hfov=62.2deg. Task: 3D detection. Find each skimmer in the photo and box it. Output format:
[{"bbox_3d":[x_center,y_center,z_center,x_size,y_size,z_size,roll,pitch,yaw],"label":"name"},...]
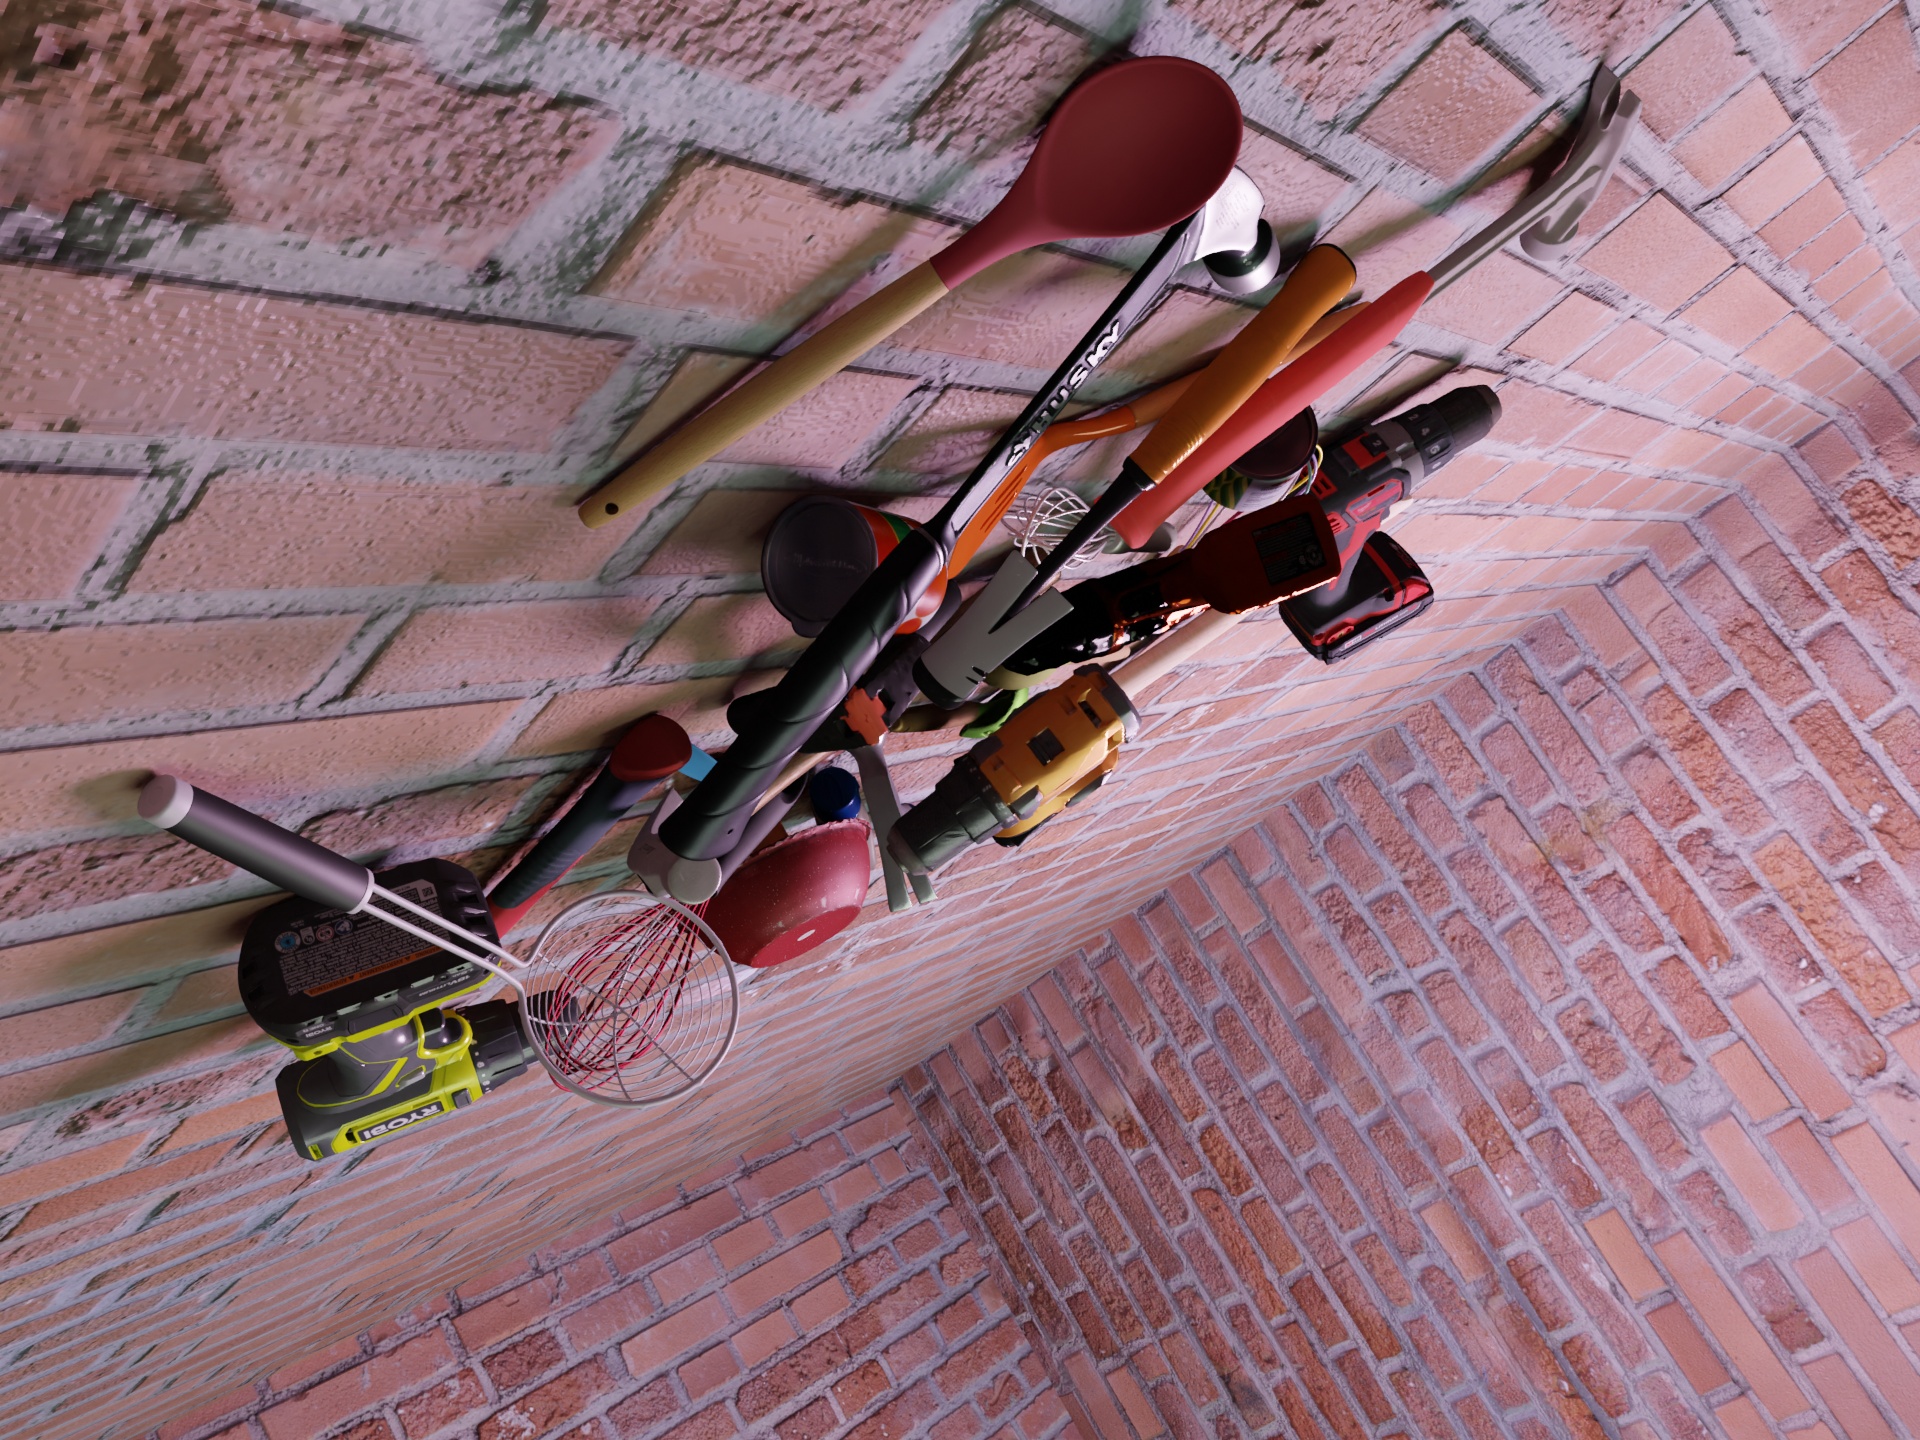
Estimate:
[{"bbox_3d":[-0.245,0.105,0.817,0.090,0.127,0.362,-7,152,24],"label":"skimmer"}]

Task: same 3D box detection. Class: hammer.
[{"bbox_3d":[0.228,-0.221,0.906,0.359,0.037,0.149,-37,164,-5],"label":"hammer"},{"bbox_3d":[-0.066,-0.005,0.976,0.331,0.031,0.130,-39,-161,-21],"label":"hammer"},{"bbox_3d":[-0.284,0.116,1.042,0.386,0.038,0.143,-41,164,31],"label":"hammer"},{"bbox_3d":[-0.044,0.085,1.294,0.035,0.144,0.405,-17,172,1],"label":"hammer"},{"bbox_3d":[0.104,-0.139,0.776,0.337,0.034,0.127,-48,-177,-28],"label":"hammer"},{"bbox_3d":[-0.004,-0.094,0.737,0.409,0.036,0.149,-50,159,7],"label":"hammer"},{"bbox_3d":[0.219,-0.082,1.412,0.410,0.038,0.146,-35,166,12],"label":"hammer"}]

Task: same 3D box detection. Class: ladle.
[{"bbox_3d":[-0.029,-0.165,0.649,0.315,0.031,0.069,-31,123,12],"label":"ladle"},{"bbox_3d":[0.080,-0.061,1.216,0.078,0.062,0.320,-34,172,18],"label":"ladle"}]

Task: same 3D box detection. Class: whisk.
[{"bbox_3d":[0.183,-0.131,1.172,0.047,0.051,0.245,-27,169,-39],"label":"whisk"},{"bbox_3d":[0.091,-0.118,1.022,0.246,0.058,0.059,-11,119,-63],"label":"whisk"},{"bbox_3d":[-0.180,0.123,1.047,0.296,0.073,0.073,-56,-177,-39],"label":"whisk"}]

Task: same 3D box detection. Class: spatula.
[{"bbox_3d":[0.120,-0.174,0.907,0.322,0.041,0.081,-27,164,-21],"label":"spatula"}]

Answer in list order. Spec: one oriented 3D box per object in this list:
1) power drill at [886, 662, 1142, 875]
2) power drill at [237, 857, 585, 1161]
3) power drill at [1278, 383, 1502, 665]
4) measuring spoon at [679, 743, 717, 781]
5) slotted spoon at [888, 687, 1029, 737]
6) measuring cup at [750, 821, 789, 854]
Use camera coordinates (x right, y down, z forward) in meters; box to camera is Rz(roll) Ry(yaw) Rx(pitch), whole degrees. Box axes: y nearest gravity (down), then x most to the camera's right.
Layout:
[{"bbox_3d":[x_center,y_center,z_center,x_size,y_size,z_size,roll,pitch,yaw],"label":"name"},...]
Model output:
[{"bbox_3d":[0.035,0.042,1.117,0.185,0.084,0.226,-37,175,-1],"label":"power drill"},{"bbox_3d":[-0.329,0.179,0.971,0.190,0.080,0.228,-18,151,-20],"label":"power drill"},{"bbox_3d":[0.333,-0.158,1.256,0.188,0.080,0.226,-30,151,-4],"label":"power drill"},{"bbox_3d":[-0.169,0.025,1.032,0.042,0.021,0.128,-33,156,5],"label":"measuring spoon"},{"bbox_3d":[-0.002,-0.004,1.141,0.070,0.031,0.313,-38,172,13],"label":"slotted spoon"},{"bbox_3d":[-0.154,0.097,1.217,0.095,0.052,0.173,-37,166,18],"label":"measuring cup"}]
